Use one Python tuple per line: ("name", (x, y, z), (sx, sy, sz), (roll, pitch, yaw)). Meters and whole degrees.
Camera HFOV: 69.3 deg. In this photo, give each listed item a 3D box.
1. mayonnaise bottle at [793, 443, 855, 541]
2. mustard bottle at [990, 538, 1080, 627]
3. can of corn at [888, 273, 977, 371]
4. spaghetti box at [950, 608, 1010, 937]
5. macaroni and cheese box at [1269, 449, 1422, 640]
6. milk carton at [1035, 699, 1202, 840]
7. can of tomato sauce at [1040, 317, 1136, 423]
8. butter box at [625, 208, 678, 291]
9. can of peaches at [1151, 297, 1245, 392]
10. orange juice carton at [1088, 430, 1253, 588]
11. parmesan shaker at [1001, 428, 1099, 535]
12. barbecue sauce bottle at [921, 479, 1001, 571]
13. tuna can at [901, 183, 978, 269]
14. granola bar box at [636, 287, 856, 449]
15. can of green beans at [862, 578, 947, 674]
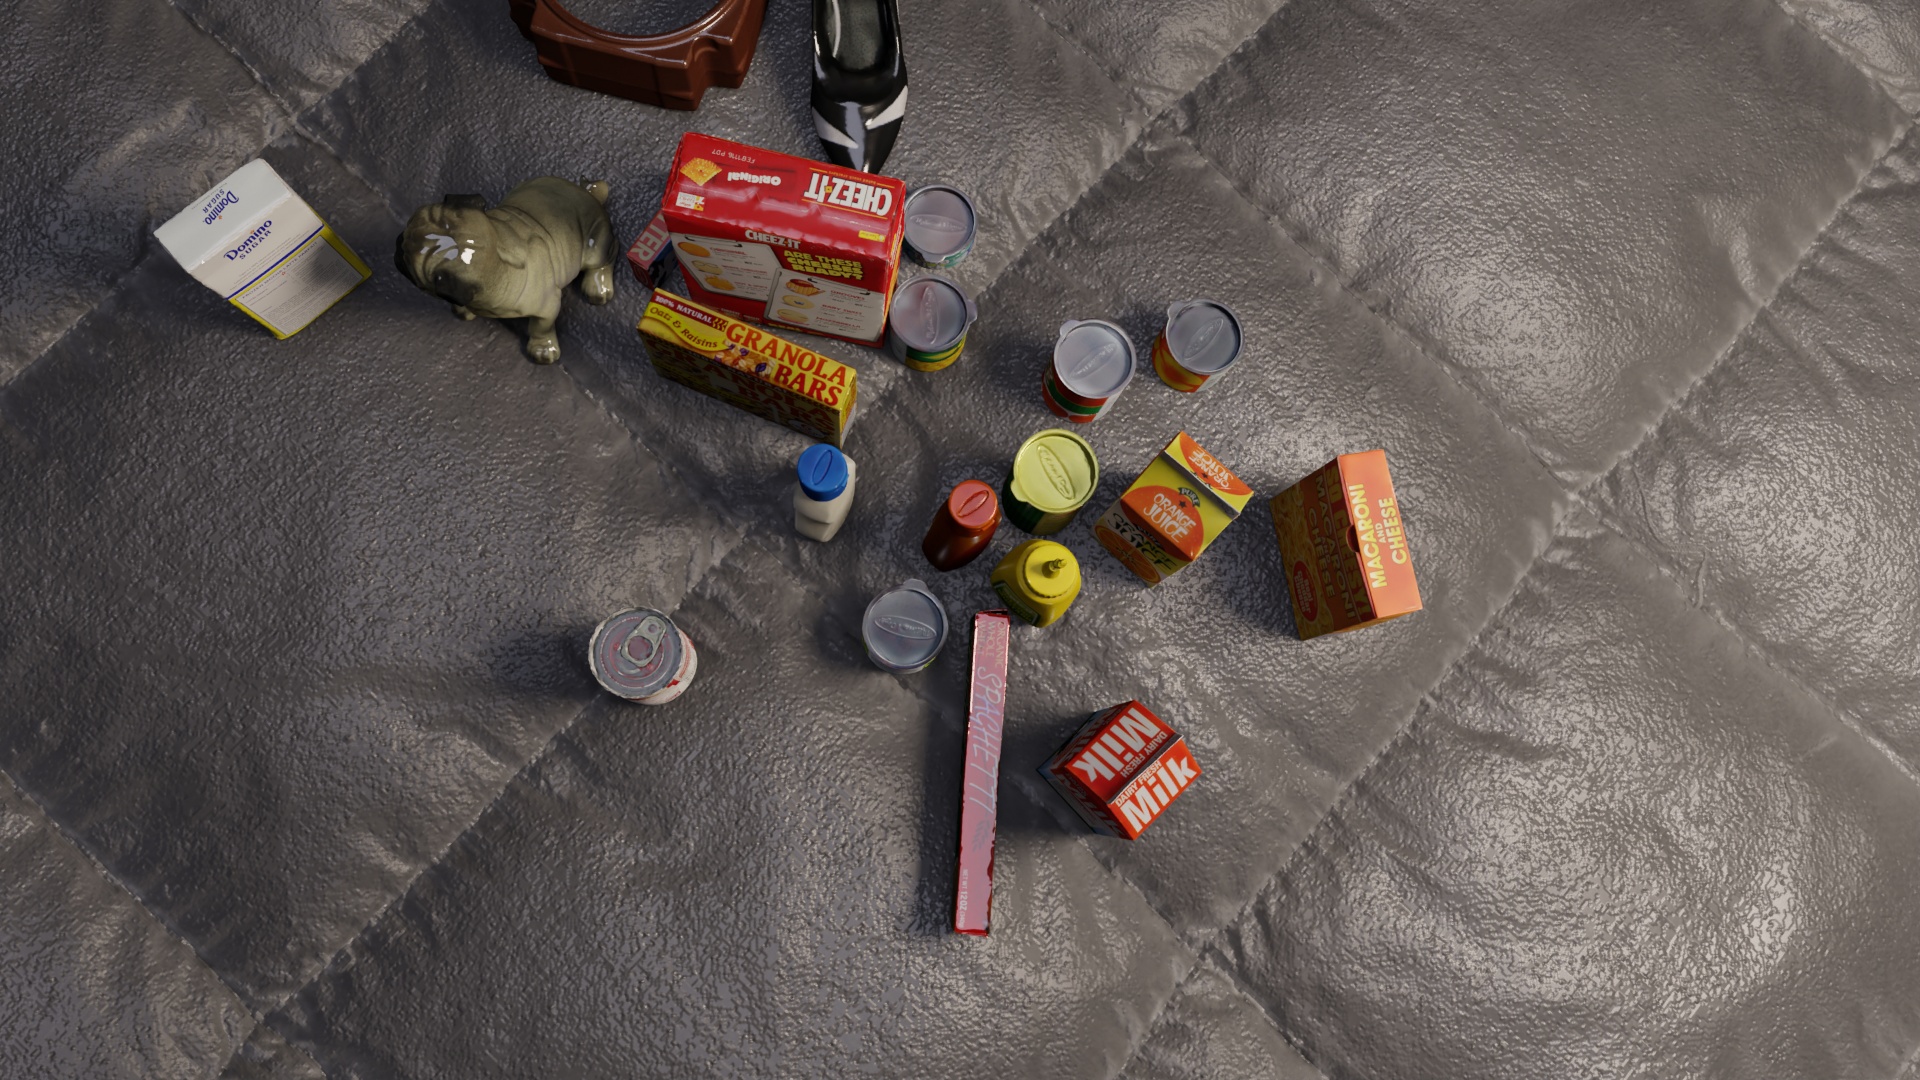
("mayonnaise bottle", (-0.105, -0.041, 1.069), (0.041, 0.148, 0.065), (24, 79, 0))
("mustard bottle", (0.061, 0.029, 1.063), (0.065, 0.160, 0.049), (43, 80, 4))
("can of corn", (-0.024, -0.179, 1.147), (0.071, 0.058, 0.071), (1, 80, -4))
("spaghetti box", (0.016, 0.179, 1.088), (0.029, 0.050, 0.250), (5, 79, -4))
("macaroni and cheese box", (0.295, 0.009, 1.083), (0.040, 0.166, 0.124), (-10, 81, -6))
("milk carton", (0.117, 0.170, 1.026), (0.072, 0.190, 0.073), (-42, 86, -10))
("can of tomato sauce", (0.102, -0.138, 1.137), (0.071, 0.083, 0.071), (1, 80, -4))
("butter box", (-0.234, -0.259, 1.147), (0.024, 0.053, 0.104), (34, 79, 2))
("can of peaches", (0.196, -0.164, 1.162), (0.071, 0.058, 0.071), (1, 80, -4))
("orange juice carton", (0.162, -0.025, 1.065), (0.072, 0.192, 0.073), (42, 80, 3))
("parmesan shaker", (0.067, -0.043, 1.106), (0.071, 0.103, 0.071), (1, 80, -4))
("barbecue sauce bottle", (0.004, -0.013, 1.073), (0.065, 0.148, 0.043), (-39, 85, -10))
("tuna can", (-0.020, -0.263, 1.176), (0.071, 0.032, 0.071), (1, 80, -4))
("granola bar box", (-0.163, -0.133, 1.094), (0.165, 0.124, 0.039), (22, 79, 0))
("can of green beans", (-0.045, 0.071, 1.099), (0.071, 0.057, 0.071), (1, 80, -4))
